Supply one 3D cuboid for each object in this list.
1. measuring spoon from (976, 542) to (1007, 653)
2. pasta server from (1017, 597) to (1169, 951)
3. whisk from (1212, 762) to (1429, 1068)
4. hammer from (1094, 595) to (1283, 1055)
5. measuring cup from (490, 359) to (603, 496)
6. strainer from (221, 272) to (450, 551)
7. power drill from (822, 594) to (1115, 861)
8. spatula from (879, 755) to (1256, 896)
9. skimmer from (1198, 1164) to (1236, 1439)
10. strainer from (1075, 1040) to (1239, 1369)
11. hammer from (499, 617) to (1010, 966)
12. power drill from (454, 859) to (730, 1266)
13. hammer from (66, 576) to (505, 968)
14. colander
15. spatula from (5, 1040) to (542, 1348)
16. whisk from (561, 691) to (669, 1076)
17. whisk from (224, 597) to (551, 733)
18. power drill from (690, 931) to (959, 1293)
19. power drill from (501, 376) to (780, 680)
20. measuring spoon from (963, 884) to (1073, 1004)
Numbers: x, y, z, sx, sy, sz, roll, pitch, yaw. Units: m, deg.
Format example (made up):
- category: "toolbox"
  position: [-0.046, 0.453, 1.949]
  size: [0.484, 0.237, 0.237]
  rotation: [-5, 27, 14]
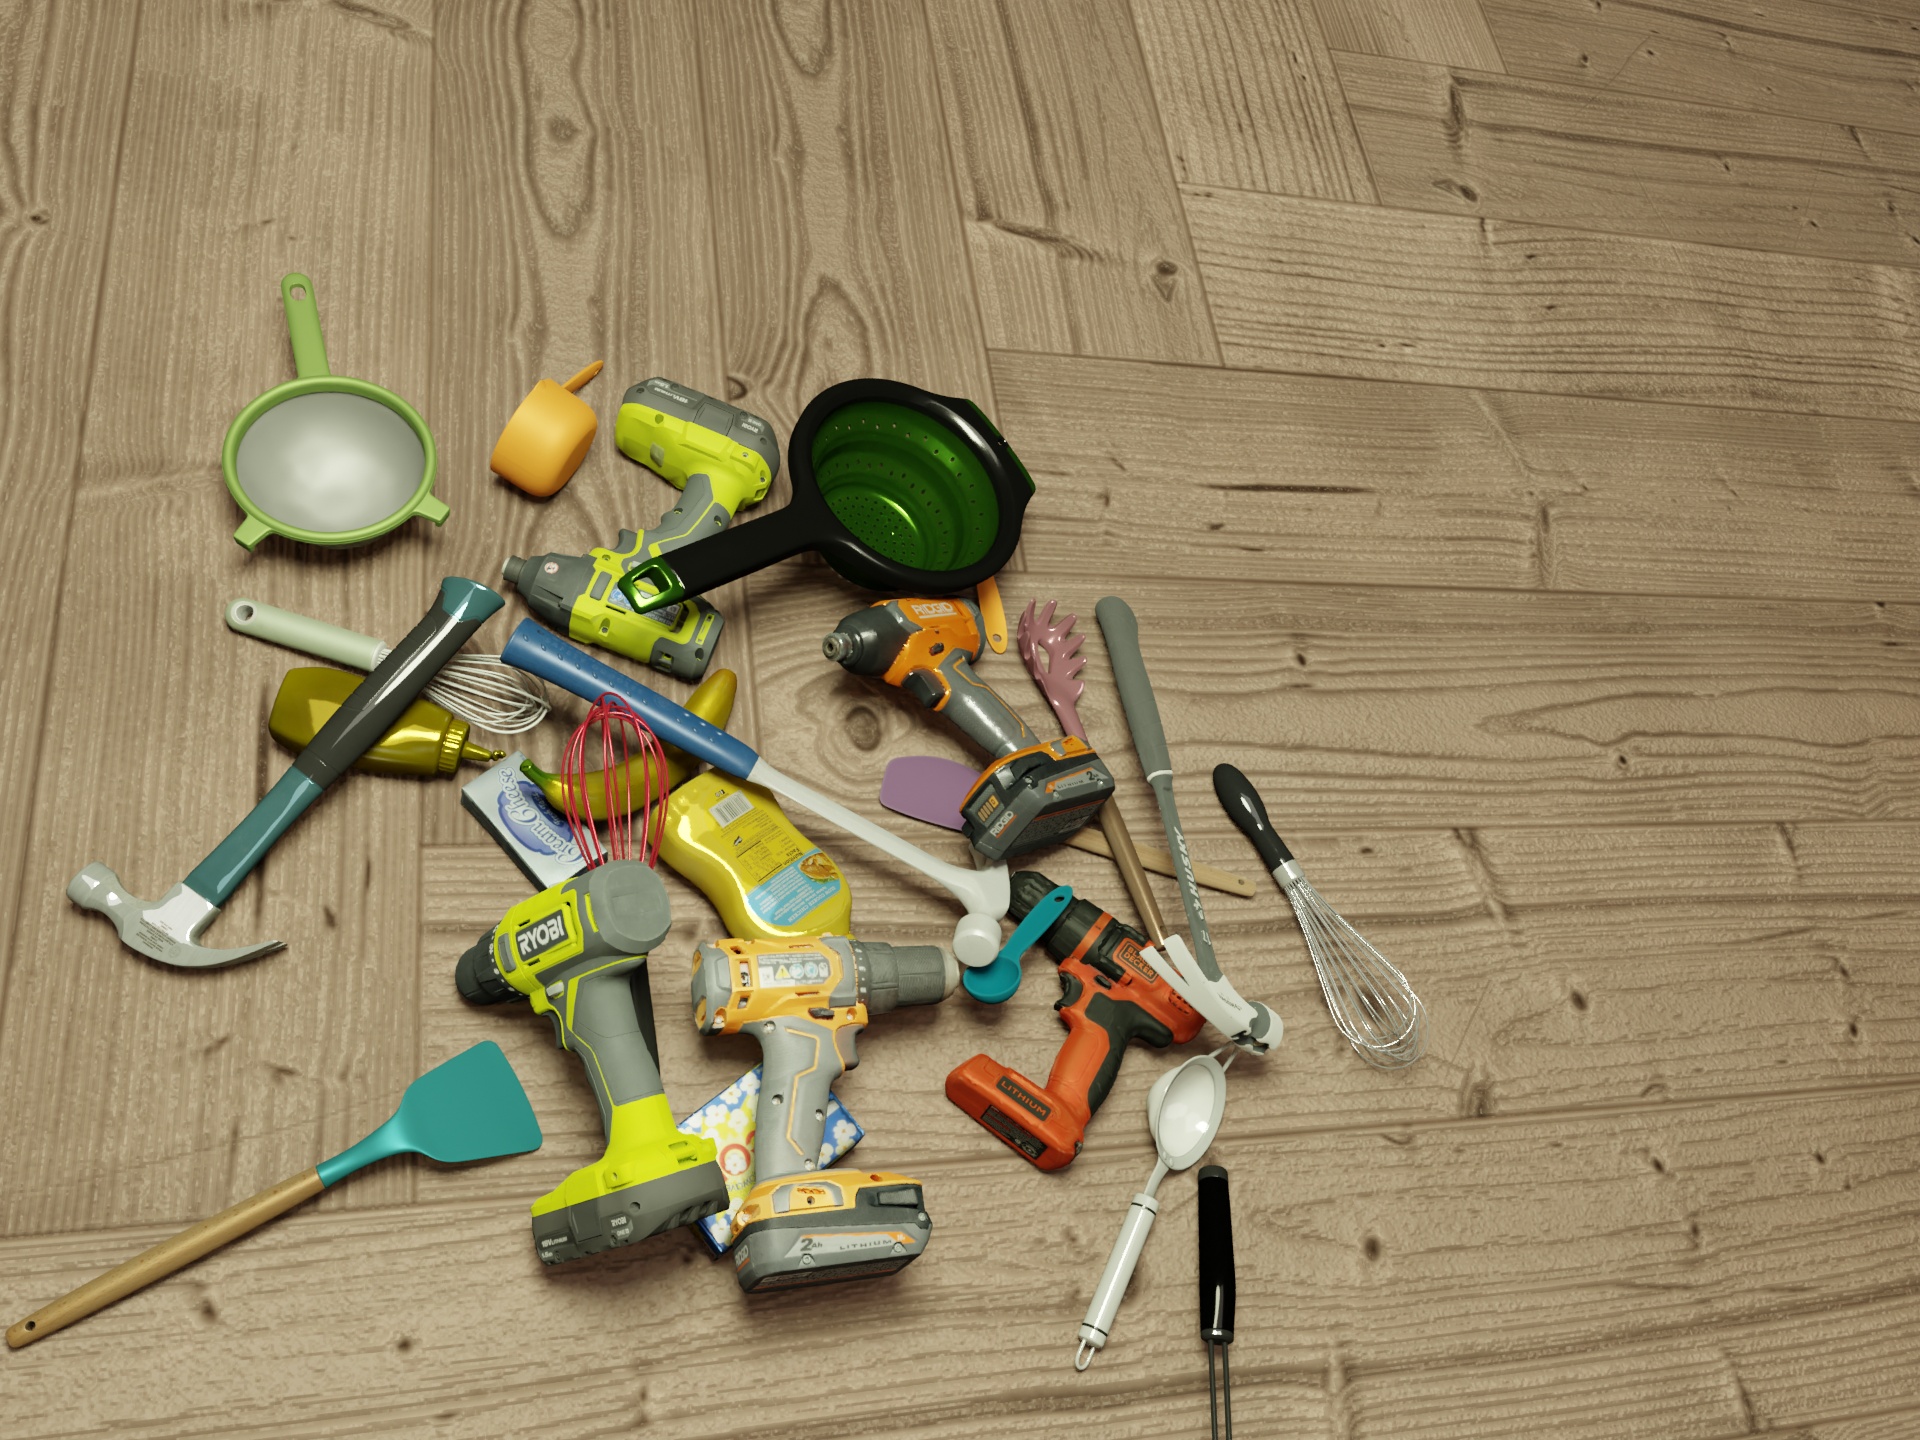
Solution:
- category: "measuring spoon"
  position: [0.022, -0.109, 1.368]
  size: [0.021, 0.011, 0.117]
  rotation: [-3, 67, -21]
- category: "pasta server"
  position: [0.110, 0.039, 1.282]
  size: [0.060, 0.040, 0.316]
  rotation: [1, 56, -34]
- category: "whisk"
  position: [0.282, 0.152, 1.284]
  size: [0.070, 0.070, 0.285]
  rotation: [-19, 64, -25]
- category: "hammer"
  position: [0.156, 0.057, 1.246]
  size: [0.149, 0.036, 0.409]
  rotation: [38, 31, -42]
- category: "measuring cup"
  position: [-0.317, -0.246, 1.303]
  size: [0.052, 0.095, 0.174]
  rotation: [34, 39, -5]
- category: "strainer"
  position: [-0.494, -0.230, 1.233]
  size: [0.151, 0.069, 0.257]
  rotation: [-11, 66, -20]
- category: "power drill"
  position: [-0.002, -0.004, 1.223]
  size: [0.164, 0.084, 0.227]
  rotation: [-10, 56, -51]
- category: "spatula"
  position: [0.089, 0.089, 1.274]
  size: [0.316, 0.018, 0.060]
  rotation: [18, 58, -7]
- category: "skimmer"
  position: [0.161, 0.486, 1.074]
  size: [0.127, 0.090, 0.364]
  rotation: [17, 48, -13]
- category: "strainer"
  position: [0.133, 0.339, 1.139]
  size: [0.086, 0.050, 0.258]
  rotation: [53, 54, -39]
- category: "hammer"
  position: [-0.141, 0.038, 1.158]
  size: [0.405, 0.035, 0.144]
  rotation: [29, 30, -9]
- category: "power drill"
  position: [-0.244, 0.220, 1.020]
  size: [0.080, 0.190, 0.229]
  rotation: [-2, 70, -51]
- category: "hammer"
  position: [-0.437, 0.028, 1.086]
  size: [0.128, 0.033, 0.331]
  rotation: [38, 73, -2]
- category: "colander"
  position: [-0.114, -0.144, 1.266]
  size: [0.397, 0.094, 0.204]
  rotation: [-29, 79, -39]
- category: "spatula"
  position: [-0.423, 0.302, 0.994]
  size: [0.317, 0.044, 0.082]
  rotation: [-25, 73, -23]
- category: "whisk"
  position: [-0.226, 0.128, 1.078]
  size: [0.073, 0.073, 0.296]
  rotation: [-4, 90, -20]
- category: "whisk"
  position: [-0.420, -0.044, 1.171]
  size: [0.246, 0.059, 0.058]
  rotation: [17, 75, -2]
- category: "power drill"
  position: [-0.076, 0.248, 1.055]
  size: [0.185, 0.084, 0.226]
  rotation: [0, 60, -21]
- category: "power drill"
  position: [-0.248, -0.157, 1.269]
  size: [0.171, 0.080, 0.223]
  rotation: [22, 61, -6]
- category: "measuring spoon"
  position: [0.048, 0.166, 1.166]
  size: [0.042, 0.021, 0.129]
  rotation: [14, 40, 33]
